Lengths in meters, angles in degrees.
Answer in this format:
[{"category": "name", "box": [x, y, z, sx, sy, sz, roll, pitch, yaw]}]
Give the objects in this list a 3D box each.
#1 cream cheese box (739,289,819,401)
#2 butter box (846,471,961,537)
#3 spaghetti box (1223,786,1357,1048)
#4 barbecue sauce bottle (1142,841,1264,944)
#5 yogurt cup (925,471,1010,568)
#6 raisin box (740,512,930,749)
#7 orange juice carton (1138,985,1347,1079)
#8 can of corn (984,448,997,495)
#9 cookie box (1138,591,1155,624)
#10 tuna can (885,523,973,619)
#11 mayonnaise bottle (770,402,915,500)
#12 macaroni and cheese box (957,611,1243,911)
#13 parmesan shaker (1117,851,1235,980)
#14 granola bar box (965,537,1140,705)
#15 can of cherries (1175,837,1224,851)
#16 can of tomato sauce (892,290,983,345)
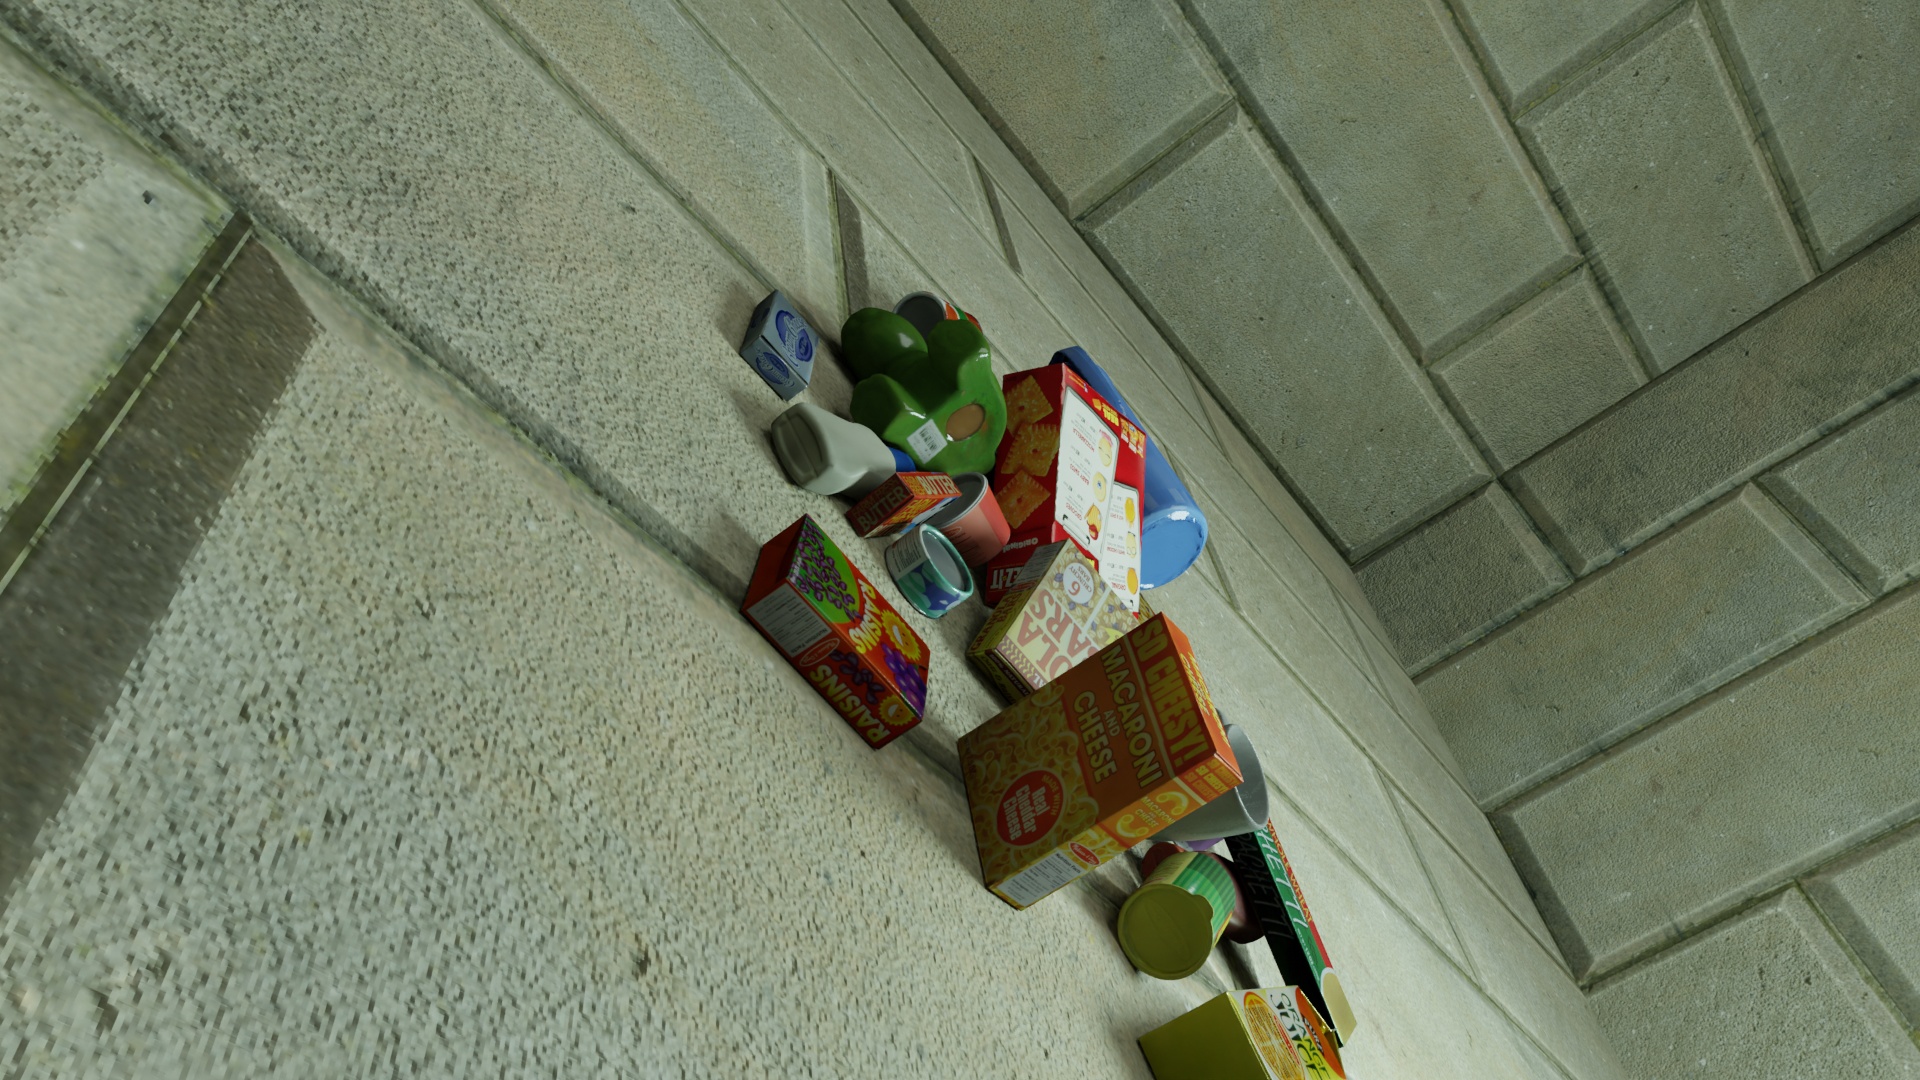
[{"category": "cream cheese box", "box": [-0.136, -0.150, 1.063, 0.053, 0.024, 0.104, 47, 19, -22]}, {"category": "butter box", "box": [-0.041, -0.027, 1.039, 0.024, 0.053, 0.103, 56, 17, 9]}, {"category": "spaghetti box", "box": [0.255, 0.287, 1.128, 0.050, 0.028, 0.250, -7, 73, -62]}, {"category": "barbecue sauce bottle", "box": [0.197, 0.278, 1.116, 0.148, 0.043, 0.065, 36, 30, -45]}, {"category": "yogurt cup", "box": [0.004, -0.014, 1.117, 0.053, 0.072, 0.073, 55, 15, -27]}, {"category": "raisin box", "box": [-0.071, 0.054, 0.837, 0.123, 0.040, 0.086, 49, 17, -19]}, {"category": "orange juice carton", "box": [0.201, 0.352, 0.944, 0.192, 0.071, 0.073, 26, 34, -57]}, {"category": "can of corn", "box": [0.036, -0.064, 1.281, 0.071, 0.071, 0.058, 46, 19, -26]}, {"category": "cookie box", "box": [0.176, 0.099, 1.390, 0.167, 0.040, 0.123, 57, 17, 6]}, {"category": "tuna can", "box": [-0.021, 0.024, 1.031, 0.071, 0.032, 0.071, 47, 19, -22]}, {"category": "mayonnaise bottle", "box": [-0.080, -0.059, 1.018, 0.065, 0.041, 0.148, 62, 18, 17]}, {"category": "macaroni and cheese box", "box": [0.083, 0.137, 0.873, 0.040, 0.166, 0.124, 43, 21, -36]}, {"category": "parmesan shaker", "box": [0.159, 0.265, 0.995, 0.071, 0.071, 0.103, 58, 18, 11]}, {"category": "granola bar box", "box": [0.095, 0.100, 1.082, 0.165, 0.039, 0.125, 49, 53, -18]}, {"category": "can of cherries", "box": [0.212, 0.233, 1.209, 0.071, 0.058, 0.072, 47, 19, -22]}, {"category": "can of tomato sauce", "box": [-0.025, -0.209, 1.389, 0.071, 0.071, 0.083, 61, 19, 19]}]
